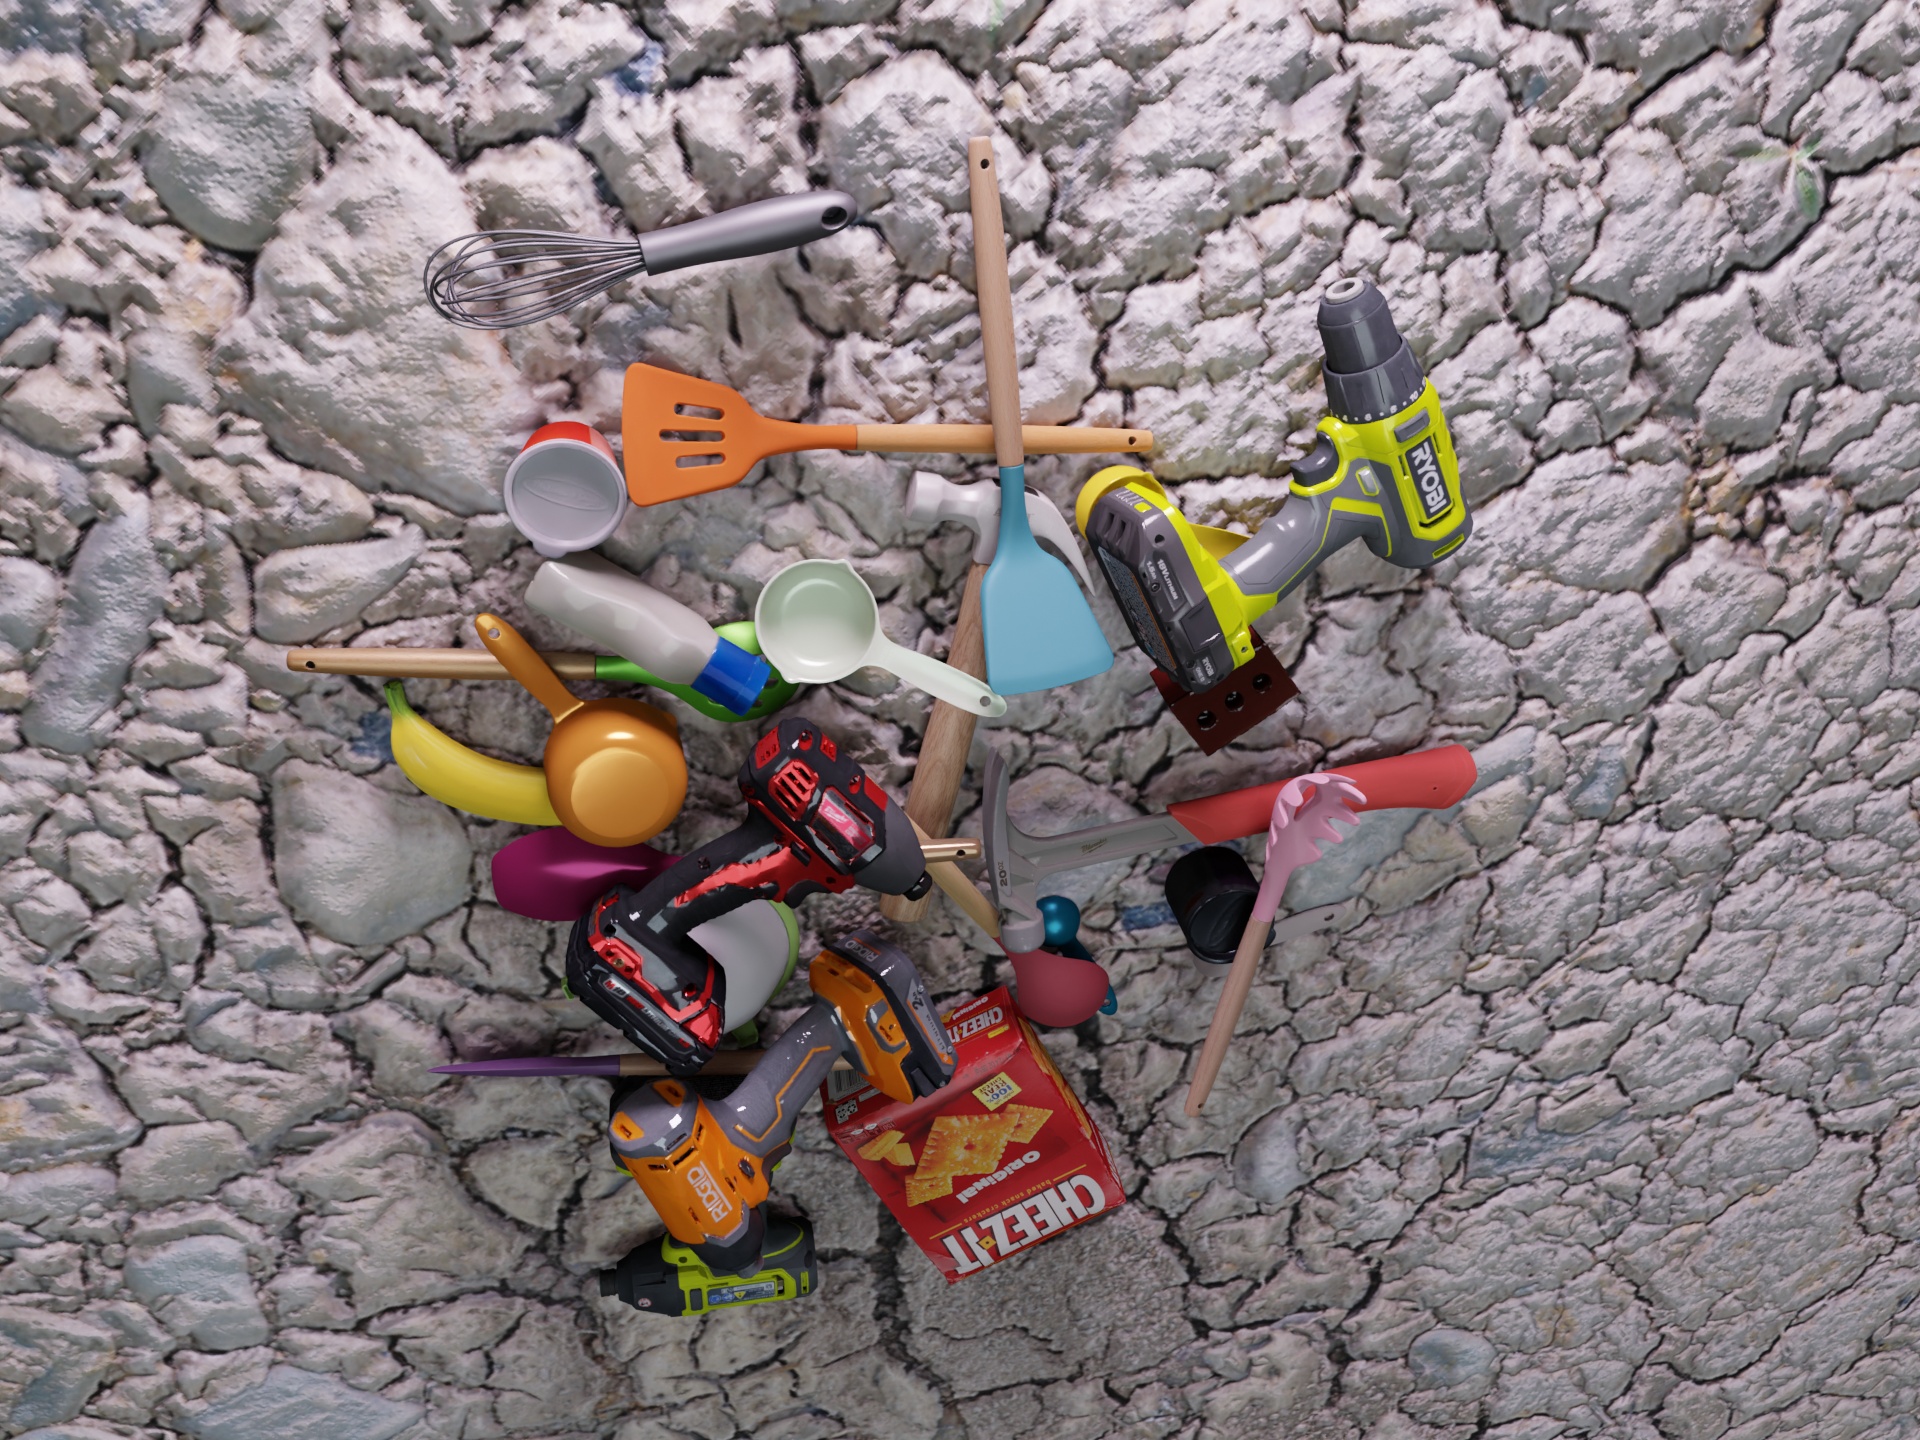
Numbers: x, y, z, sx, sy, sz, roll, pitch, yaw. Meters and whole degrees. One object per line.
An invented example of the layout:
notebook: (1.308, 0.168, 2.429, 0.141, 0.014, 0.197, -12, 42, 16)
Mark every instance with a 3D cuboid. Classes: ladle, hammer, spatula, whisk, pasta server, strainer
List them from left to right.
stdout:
whisk: (-0.172, -0.257, 0.868, 0.239, 0.055, 0.055, -15, 122, -7)
spatula: (-0.220, 0.249, 1.152, 0.316, 0.060, 0.018, 1, 81, -11)
strainer: (-0.160, 0.134, 1.084, 0.151, 0.069, 0.256, 21, 116, -22)
spatula: (-0.037, -0.168, 0.947, 0.322, 0.041, 0.081, -2, 98, -12)
hammer: (-0.002, -0.003, 1.058, 0.130, 0.031, 0.331, 7, 119, -14)
ladle: (0.014, 0.130, 1.113, 0.069, 0.031, 0.315, -34, 125, 10)
spatula: (0.032, -0.174, 0.929, 0.082, 0.044, 0.317, -13, 112, -15)
hammer: (0.191, 0.057, 1.105, 0.359, 0.037, 0.149, -11, 115, -12)
pasta server: (0.209, 0.165, 1.125, 0.060, 0.040, 0.316, 0, 121, -24)

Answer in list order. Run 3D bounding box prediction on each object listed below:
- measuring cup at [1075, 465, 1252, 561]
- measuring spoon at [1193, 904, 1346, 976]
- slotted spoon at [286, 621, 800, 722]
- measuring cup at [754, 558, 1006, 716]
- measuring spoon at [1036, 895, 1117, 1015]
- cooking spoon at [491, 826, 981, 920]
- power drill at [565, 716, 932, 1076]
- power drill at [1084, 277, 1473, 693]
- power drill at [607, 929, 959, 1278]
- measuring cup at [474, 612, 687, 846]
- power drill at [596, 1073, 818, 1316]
measuring cup: (0.141, -0.124, 1.024, 0.156, 0.029, 0.062, 12, 114, -31)
measuring spoon: (0.238, 0.168, 1.214, 0.124, 0.018, 0.034, -20, 122, 0)
slotted spoon: (-0.254, -0.032, 0.994, 0.313, 0.031, 0.070, 1, 115, -10)
measuring cup: (-0.048, -0.043, 0.994, 0.167, 0.038, 0.083, 25, 93, -6)
measuring spoon: (0.090, 0.183, 1.190, 0.042, 0.021, 0.128, -29, 120, 6)
cooking spoon: (-0.145, 0.094, 1.041, 0.319, 0.017, 0.068, -4, 111, -4)
power drill: (-0.130, 0.114, 1.002, 0.219, 0.079, 0.143, -42, 111, 10)
power drill: (0.197, -0.140, 0.974, 0.228, 0.080, 0.190, -34, 123, -6)
power drill: (-0.113, 0.270, 1.095, 0.226, 0.084, 0.164, -37, 121, -24)
measuring cup: (-0.235, 0.007, 0.966, 0.095, 0.052, 0.173, -36, 122, 2)
power drill: (-0.198, 0.366, 1.213, 0.171, 0.080, 0.223, -5, 124, -10)
